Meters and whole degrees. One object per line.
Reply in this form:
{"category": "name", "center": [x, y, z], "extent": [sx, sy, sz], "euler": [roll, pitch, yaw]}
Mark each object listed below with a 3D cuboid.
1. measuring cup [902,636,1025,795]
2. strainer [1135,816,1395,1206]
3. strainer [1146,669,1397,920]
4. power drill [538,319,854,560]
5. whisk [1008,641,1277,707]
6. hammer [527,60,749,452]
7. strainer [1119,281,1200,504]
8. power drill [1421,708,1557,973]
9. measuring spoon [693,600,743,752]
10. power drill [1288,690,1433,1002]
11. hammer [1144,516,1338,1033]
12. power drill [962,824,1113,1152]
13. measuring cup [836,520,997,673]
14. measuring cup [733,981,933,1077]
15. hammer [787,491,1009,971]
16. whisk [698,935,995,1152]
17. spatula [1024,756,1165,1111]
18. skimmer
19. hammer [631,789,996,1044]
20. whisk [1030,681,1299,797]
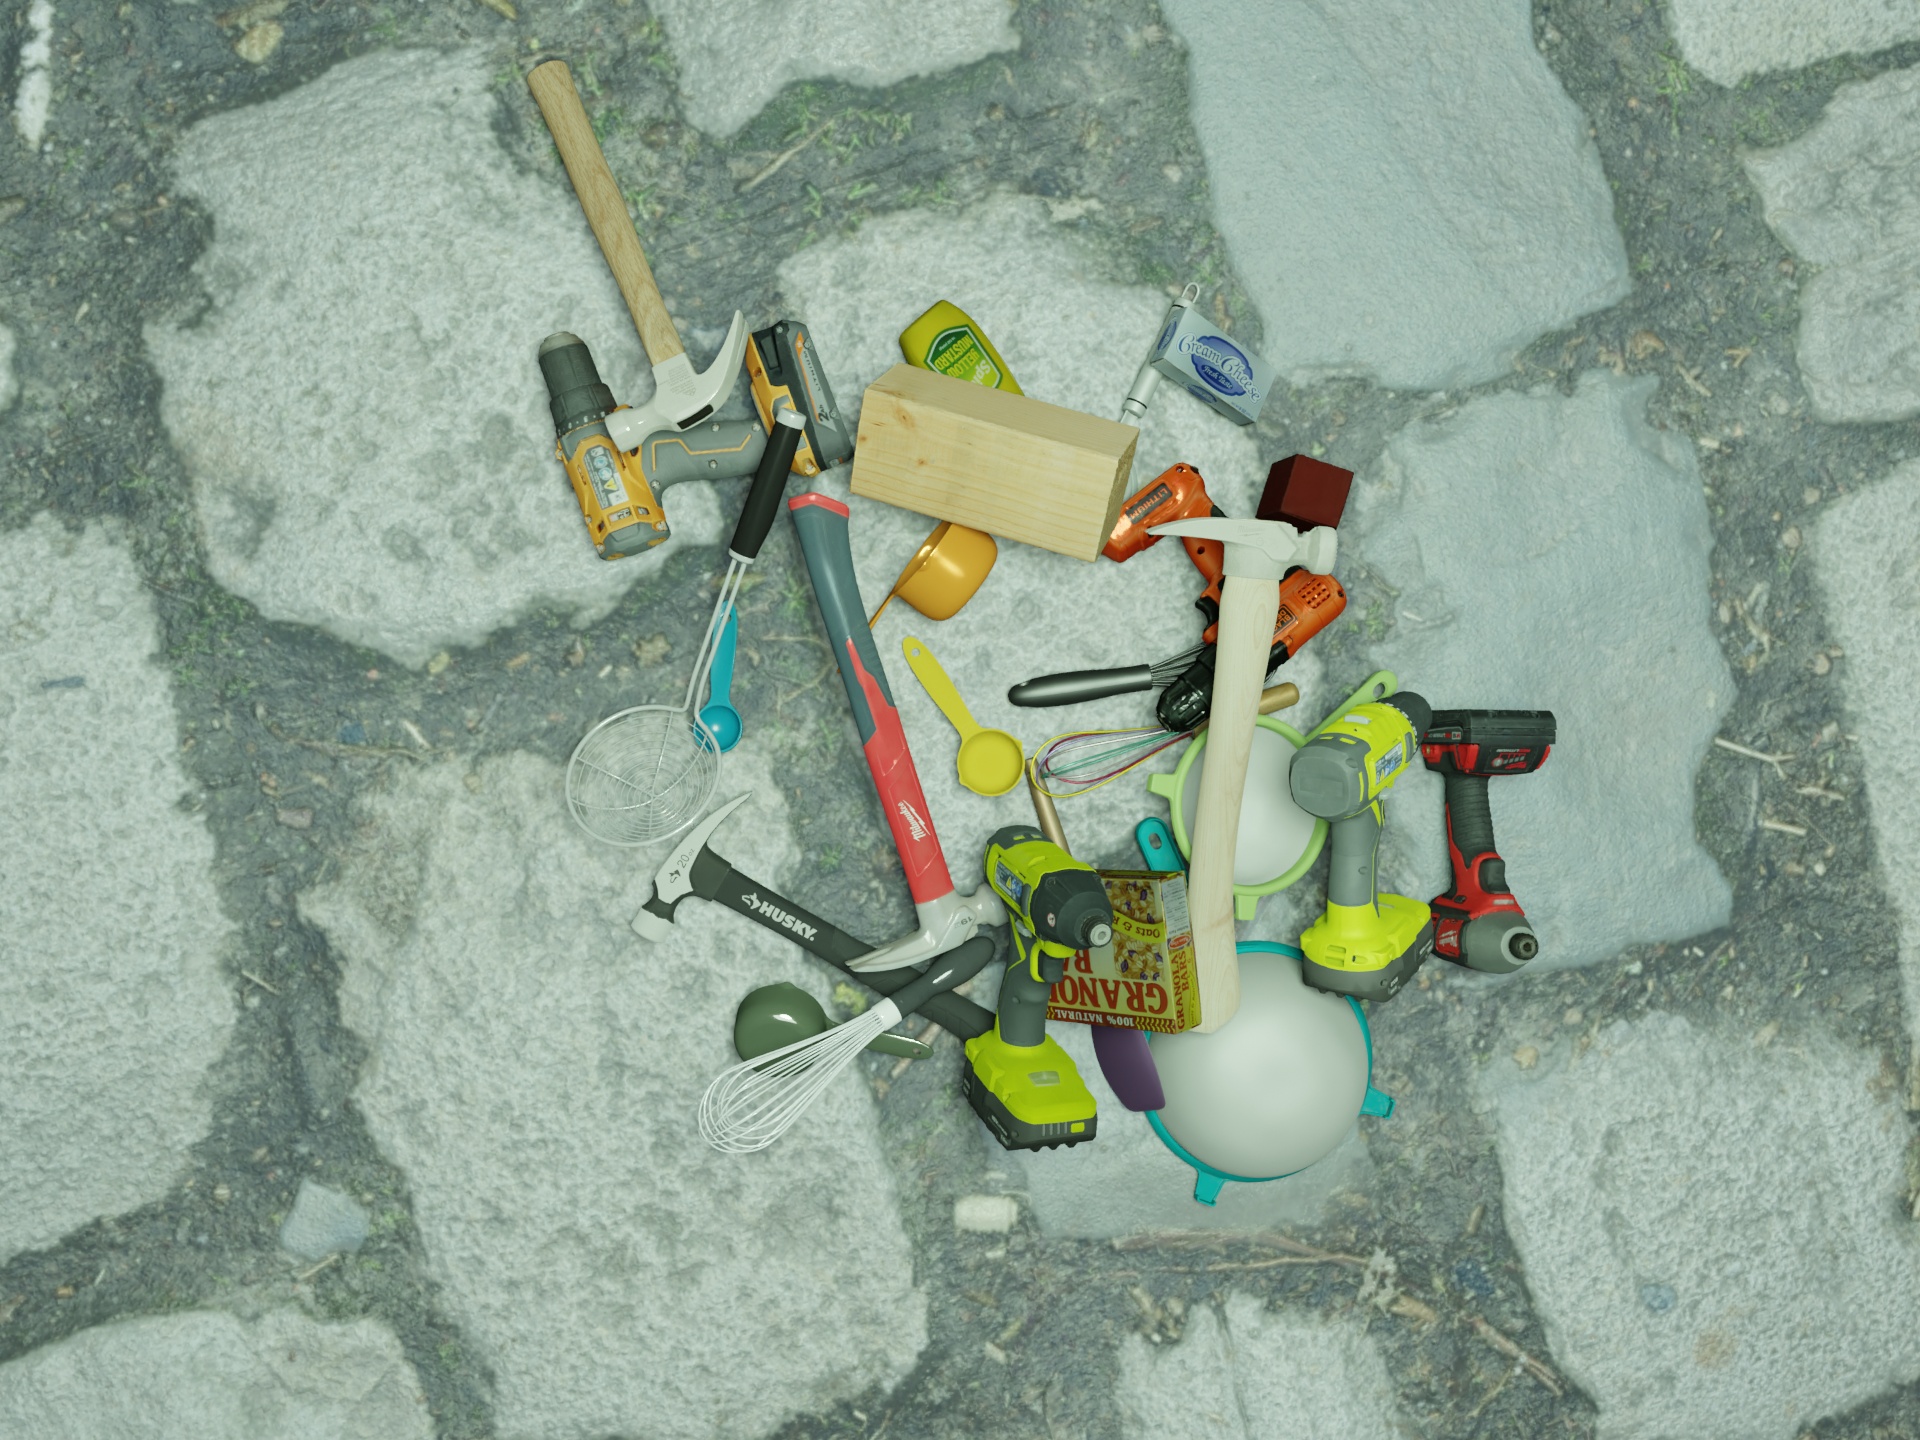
{"category": "measuring cup", "center": [-0.002, -0.004, 1.345], "extent": [0.062, 0.029, 0.156], "euler": [-34, 83, -4]}
{"category": "strainer", "center": [0.233, 0.240, 1.336], "extent": [0.211, 0.095, 0.340], "euler": [-25, 95, -4]}
{"category": "strainer", "center": [0.270, 0.039, 1.356], "extent": [0.256, 0.069, 0.151], "euler": [-39, 101, -19]}
{"category": "power drill", "center": [-0.219, -0.251, 1.286], "extent": [0.226, 0.084, 0.185], "euler": [-21, 92, 0]}
{"category": "whisk", "center": [0.158, -0.039, 1.348], "extent": [0.239, 0.055, 0.055], "euler": [-8, 93, -1]}
{"category": "hammer", "center": [-0.267, -0.379, 1.254], "extent": [0.130, 0.031, 0.331], "euler": [-24, 78, 1]}
{"category": "strainer", "center": [0.143, -0.257, 1.340], "extent": [0.086, 0.050, 0.258], "euler": [28, 86, -22]}
{"category": "power drill", "center": [0.440, 0.101, 1.330], "extent": [0.078, 0.143, 0.220], "euler": [1, 90, -8]}
{"category": "measuring spoon", "center": [-0.196, -0.035, 1.327], "extent": [0.042, 0.021, 0.129], "euler": [2, 83, 9]}
{"category": "power drill", "center": [0.339, 0.096, 1.309], "extent": [0.080, 0.190, 0.228], "euler": [8, 113, 36]}
{"category": "hammer", "center": [0.199, 0.046, 1.258], "extent": [0.146, 0.038, 0.410], "euler": [5, 99, -1]}
{"category": "power drill", "center": [0.064, 0.212, 1.238], "extent": [0.080, 0.171, 0.223], "euler": [-1, 106, -21]}
{"category": "measuring cup", "center": [-0.034, -0.093, 1.315], "extent": [0.052, 0.095, 0.173], "euler": [35, 107, -11]}
{"category": "measuring cup", "center": [-0.106, 0.268, 1.312], "extent": [0.167, 0.038, 0.083], "euler": [11, 116, 0]}
{"category": "hammer", "center": [-0.079, 0.009, 1.275], "extent": [0.143, 0.038, 0.386], "euler": [-21, 101, -16]}
{"category": "whisk", "center": [-0.085, 0.253, 1.271], "extent": [0.284, 0.070, 0.070], "euler": [-31, 95, -22]}
{"category": "spatula", "center": [0.106, 0.183, 1.353], "extent": [0.018, 0.060, 0.316], "euler": [-18, 90, -48]}
{"category": "skimmer", "center": [-0.206, -0.073, 1.246], "extent": [0.127, 0.090, 0.363], "euler": [28, 107, 20]}
{"category": "hammer", "center": [-0.094, 0.189, 1.332], "extent": [0.334, 0.035, 0.146], "euler": [30, 89, -6]}
{"category": "whisk", "center": [0.174, 0.009, 1.349], "extent": [0.245, 0.051, 0.047], "euler": [-18, 69, -9]}
